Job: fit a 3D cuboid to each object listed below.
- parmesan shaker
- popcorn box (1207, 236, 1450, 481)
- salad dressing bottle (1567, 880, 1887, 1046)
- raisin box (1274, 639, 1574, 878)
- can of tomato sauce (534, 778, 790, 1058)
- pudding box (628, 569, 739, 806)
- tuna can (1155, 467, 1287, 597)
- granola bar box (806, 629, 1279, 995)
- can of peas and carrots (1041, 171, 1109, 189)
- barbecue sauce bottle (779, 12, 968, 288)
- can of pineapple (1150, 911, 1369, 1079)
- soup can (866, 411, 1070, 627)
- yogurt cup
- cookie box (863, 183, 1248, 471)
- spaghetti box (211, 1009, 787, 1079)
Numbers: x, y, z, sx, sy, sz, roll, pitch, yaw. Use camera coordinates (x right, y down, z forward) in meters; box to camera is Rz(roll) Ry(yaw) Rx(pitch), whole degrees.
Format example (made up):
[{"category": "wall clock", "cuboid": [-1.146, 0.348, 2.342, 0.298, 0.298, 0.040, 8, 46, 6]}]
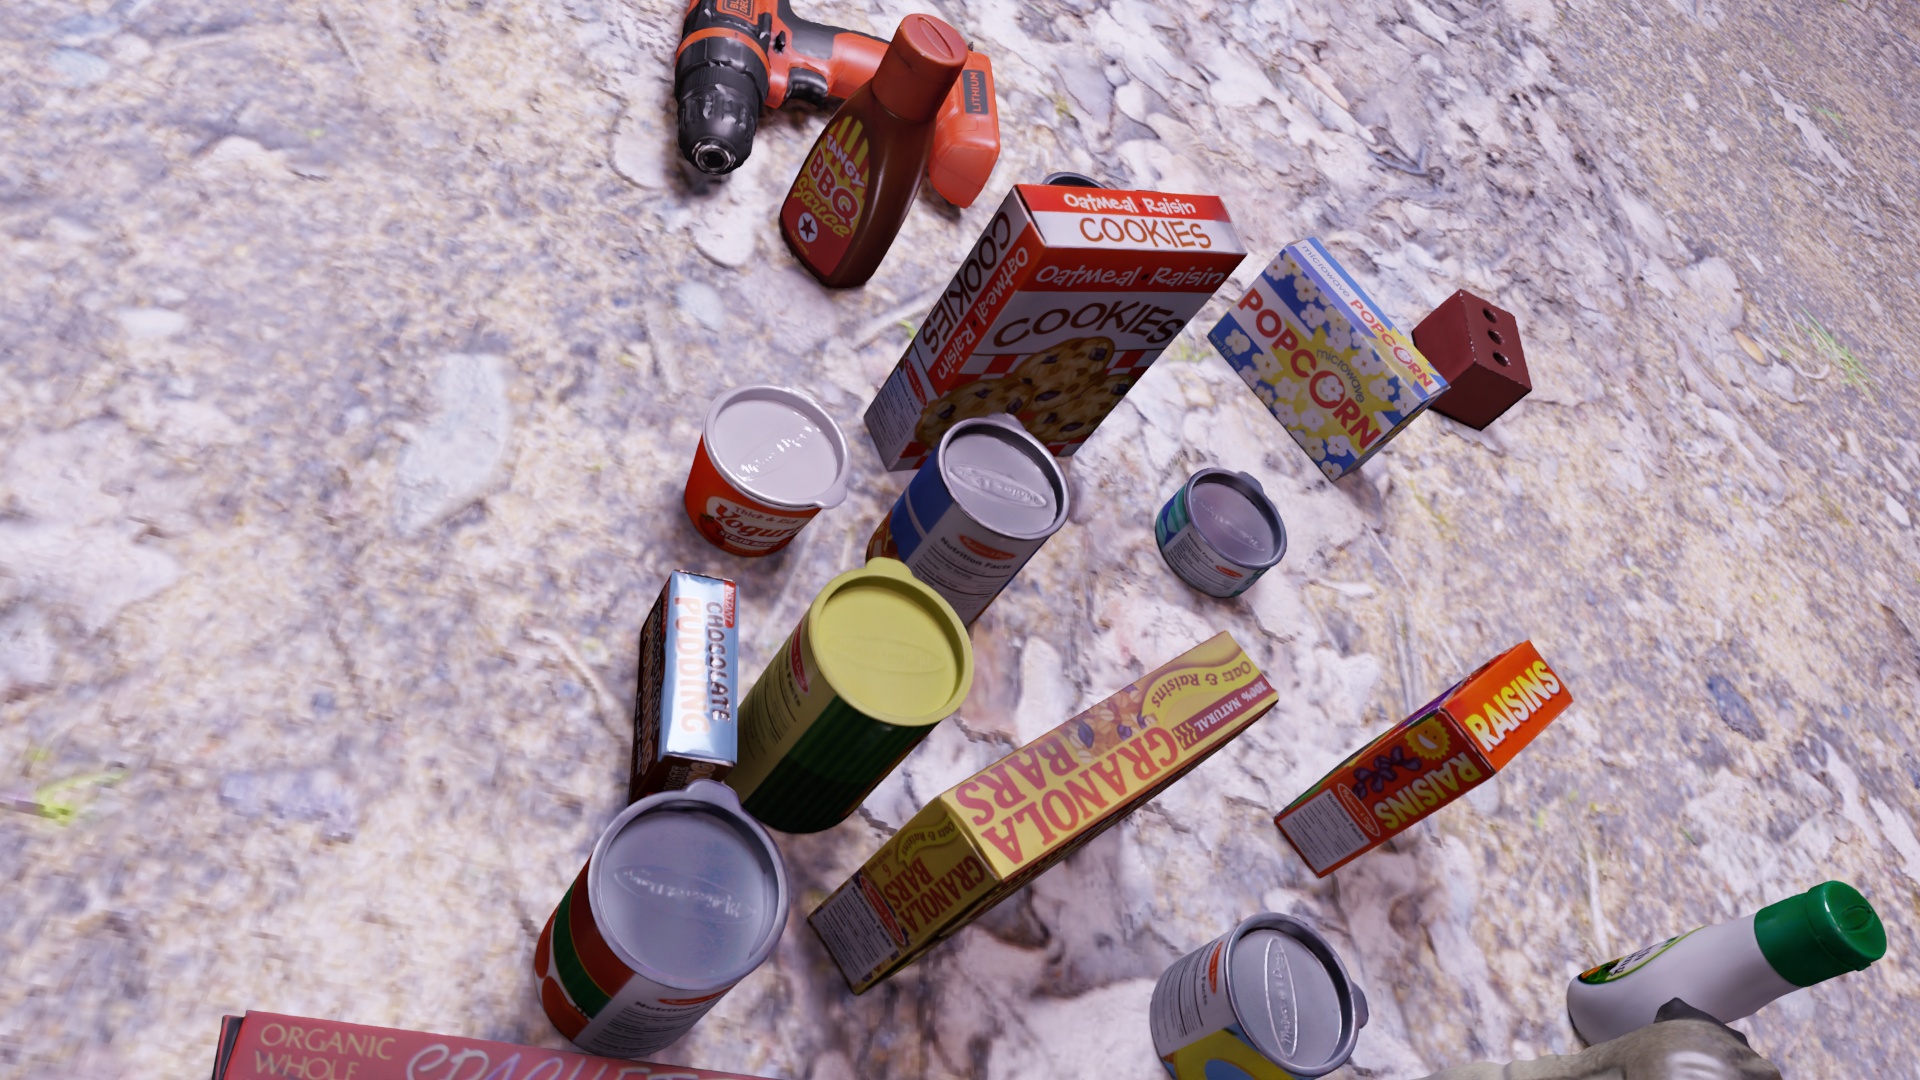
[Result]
[{"category": "parmesan shaker", "cuboid": [-0.047, 0.063, 0.545, 0.071, 0.102, 0.071, 16, 50, -21]}, {"category": "popcorn box", "cuboid": [0.223, -0.111, 0.853, 0.038, 0.084, 0.127, -27, 74, -42]}, {"category": "salad dressing bottle", "cuboid": [0.357, 0.203, 0.655, 0.064, 0.147, 0.044, -5, 60, -34]}, {"category": "raisin box", "cuboid": [0.219, 0.104, 0.662, 0.086, 0.122, 0.040, -23, 71, -40]}, {"category": "can of tomato sauce", "cuboid": [-0.104, 0.130, 0.474, 0.071, 0.082, 0.071, 16, 50, -21]}, {"category": "pudding box", "cuboid": [-0.108, 0.060, 0.547, 0.030, 0.049, 0.084, 13, 51, -23]}, {"category": "tuna can", "cuboid": [0.143, -0.006, 0.761, 0.071, 0.032, 0.071, 16, 50, -20]}, {"category": "granola bar box", "cuboid": [0.034, 0.106, 0.548, 0.166, 0.123, 0.039, -23, 71, -40]}, {"category": "can of peas and carrots", "cuboid": [0.064, -0.172, 0.821, 0.071, 0.058, 0.071, 16, 50, -21]}, {"category": "barbecue sauce bottle", "cuboid": [-0.044, -0.200, 0.714, 0.044, 0.147, 0.065, -21, 70, -40]}, {"category": "can of pineapple", "cuboid": [0.123, 0.198, 0.579, 0.071, 0.057, 0.071, 16, 50, -21]}, {"category": "soup can", "cuboid": [0.002, -0.008, 0.642, 0.071, 0.083, 0.072, 16, 50, -21]}, {"category": "yogurt cup", "cuboid": [-0.090, -0.029, 0.622, 0.072, 0.053, 0.073, 16, 50, -21]}, {"category": "cookie box", "cuboid": [0.042, -0.101, 0.678, 0.123, 0.166, 0.040, -7, 61, -35]}, {"category": "spaghetti box", "cuboid": [-0.108, 0.189, 0.450, 0.250, 0.050, 0.029, 16, 50, -21]}]
